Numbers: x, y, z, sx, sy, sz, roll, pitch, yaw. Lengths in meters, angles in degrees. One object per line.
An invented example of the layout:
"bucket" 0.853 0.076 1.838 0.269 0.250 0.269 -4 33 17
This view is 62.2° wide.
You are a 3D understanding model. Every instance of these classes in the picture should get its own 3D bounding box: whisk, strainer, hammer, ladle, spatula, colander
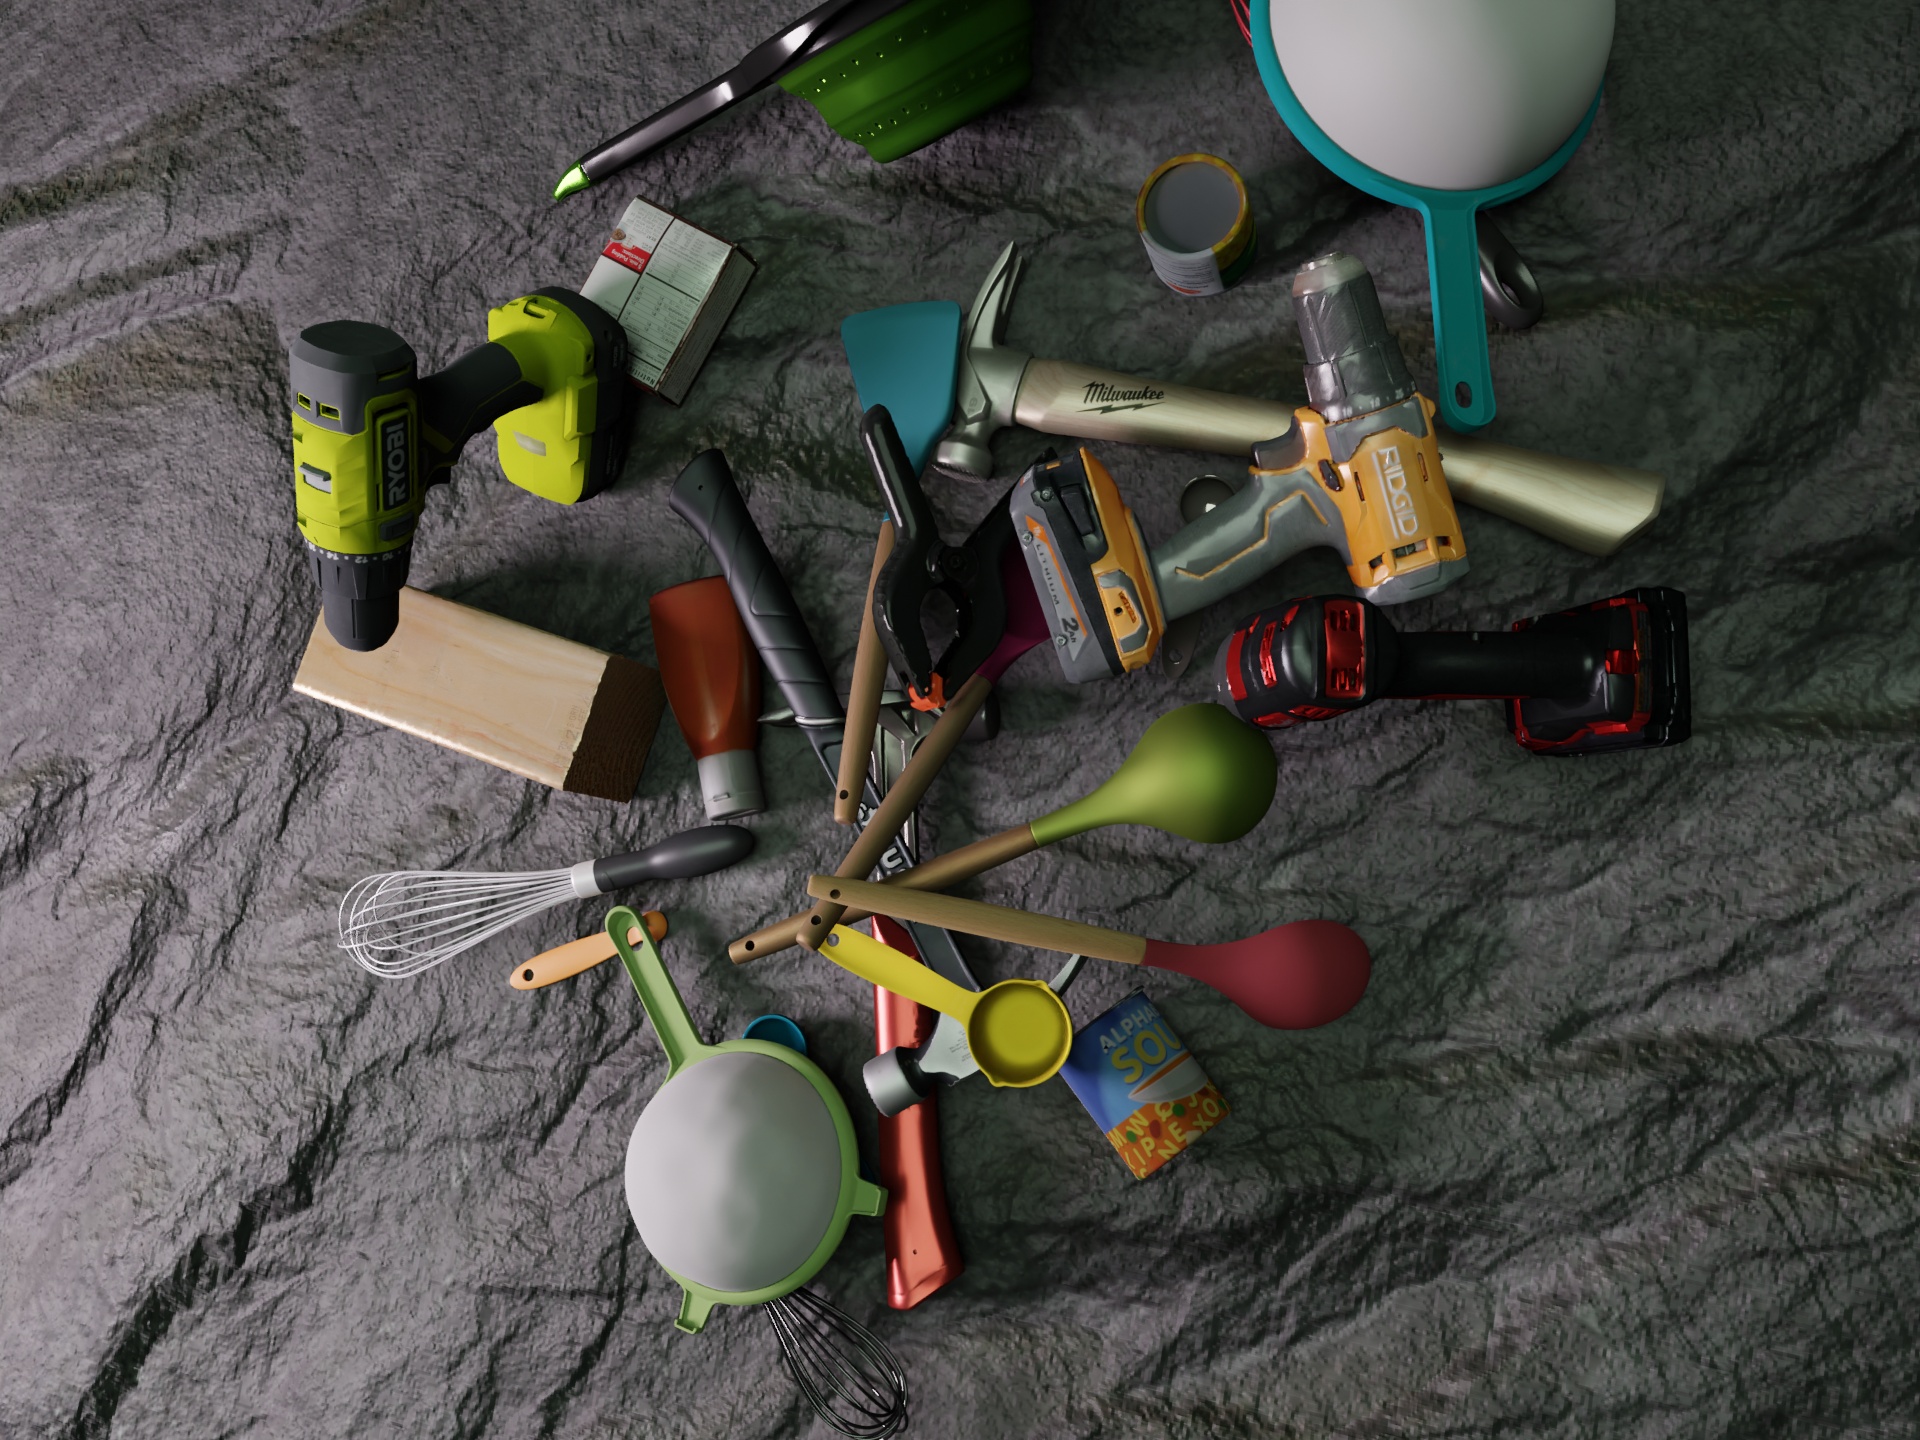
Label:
"whisk" -0.265 0.109 1.010 0.284 0.070 0.070 -14 80 9
"strainer" -0.163 0.216 0.930 0.151 0.069 0.257 -35 68 11
"strainer" 0.272 -0.329 0.845 0.211 0.095 0.340 0 80 -9
"hammer" -0.069 0.014 0.936 0.149 0.036 0.409 -29 76 7
"ladle" 0.073 0.118 0.857 0.315 0.031 0.069 12 108 -5
"hammer" -0.043 0.161 0.947 0.149 0.036 0.359 -5 81 16
"ladle" 0.020 0.074 0.874 0.320 0.062 0.078 -23 74 12
"spatula" -0.048 -0.095 0.926 0.082 0.044 0.318 -1 69 24
"whisk" 0.245 -0.346 0.919 0.073 0.073 0.296 -34 81 10
"whisk" -0.117 0.331 0.945 0.239 0.055 0.055 41 95 22
"colander" -0.091 -0.382 0.999 0.397 0.205 0.094 -17 113 29
"hammer" 0.191 -0.176 0.922 0.411 0.038 0.146 14 86 17

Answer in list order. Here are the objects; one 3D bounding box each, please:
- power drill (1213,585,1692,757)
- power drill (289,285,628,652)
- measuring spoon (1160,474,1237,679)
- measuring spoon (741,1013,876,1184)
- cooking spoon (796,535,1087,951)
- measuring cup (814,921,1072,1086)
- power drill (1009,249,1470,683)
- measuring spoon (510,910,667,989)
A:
"power drill" 0.241 -0.025 0.810 0.219 0.143 0.078 1 84 -11
"power drill" -0.304 -0.159 0.960 0.080 0.228 0.190 23 124 18
"measuring spoon" 0.134 -0.083 0.920 0.034 0.018 0.124 11 112 4
"measuring spoon" -0.086 0.234 0.964 0.042 0.021 0.128 -35 84 13
"cooking spoon" -0.001 -0.003 0.907 0.069 0.017 0.319 27 67 15
"measuring cup" -0.011 0.146 0.867 0.156 0.029 0.062 25 91 10
"power drill" 0.142 -0.131 0.852 0.226 0.084 0.185 -17 105 9
"measuring spoon" -0.240 0.148 1.018 0.117 0.011 0.021 -22 77 12
